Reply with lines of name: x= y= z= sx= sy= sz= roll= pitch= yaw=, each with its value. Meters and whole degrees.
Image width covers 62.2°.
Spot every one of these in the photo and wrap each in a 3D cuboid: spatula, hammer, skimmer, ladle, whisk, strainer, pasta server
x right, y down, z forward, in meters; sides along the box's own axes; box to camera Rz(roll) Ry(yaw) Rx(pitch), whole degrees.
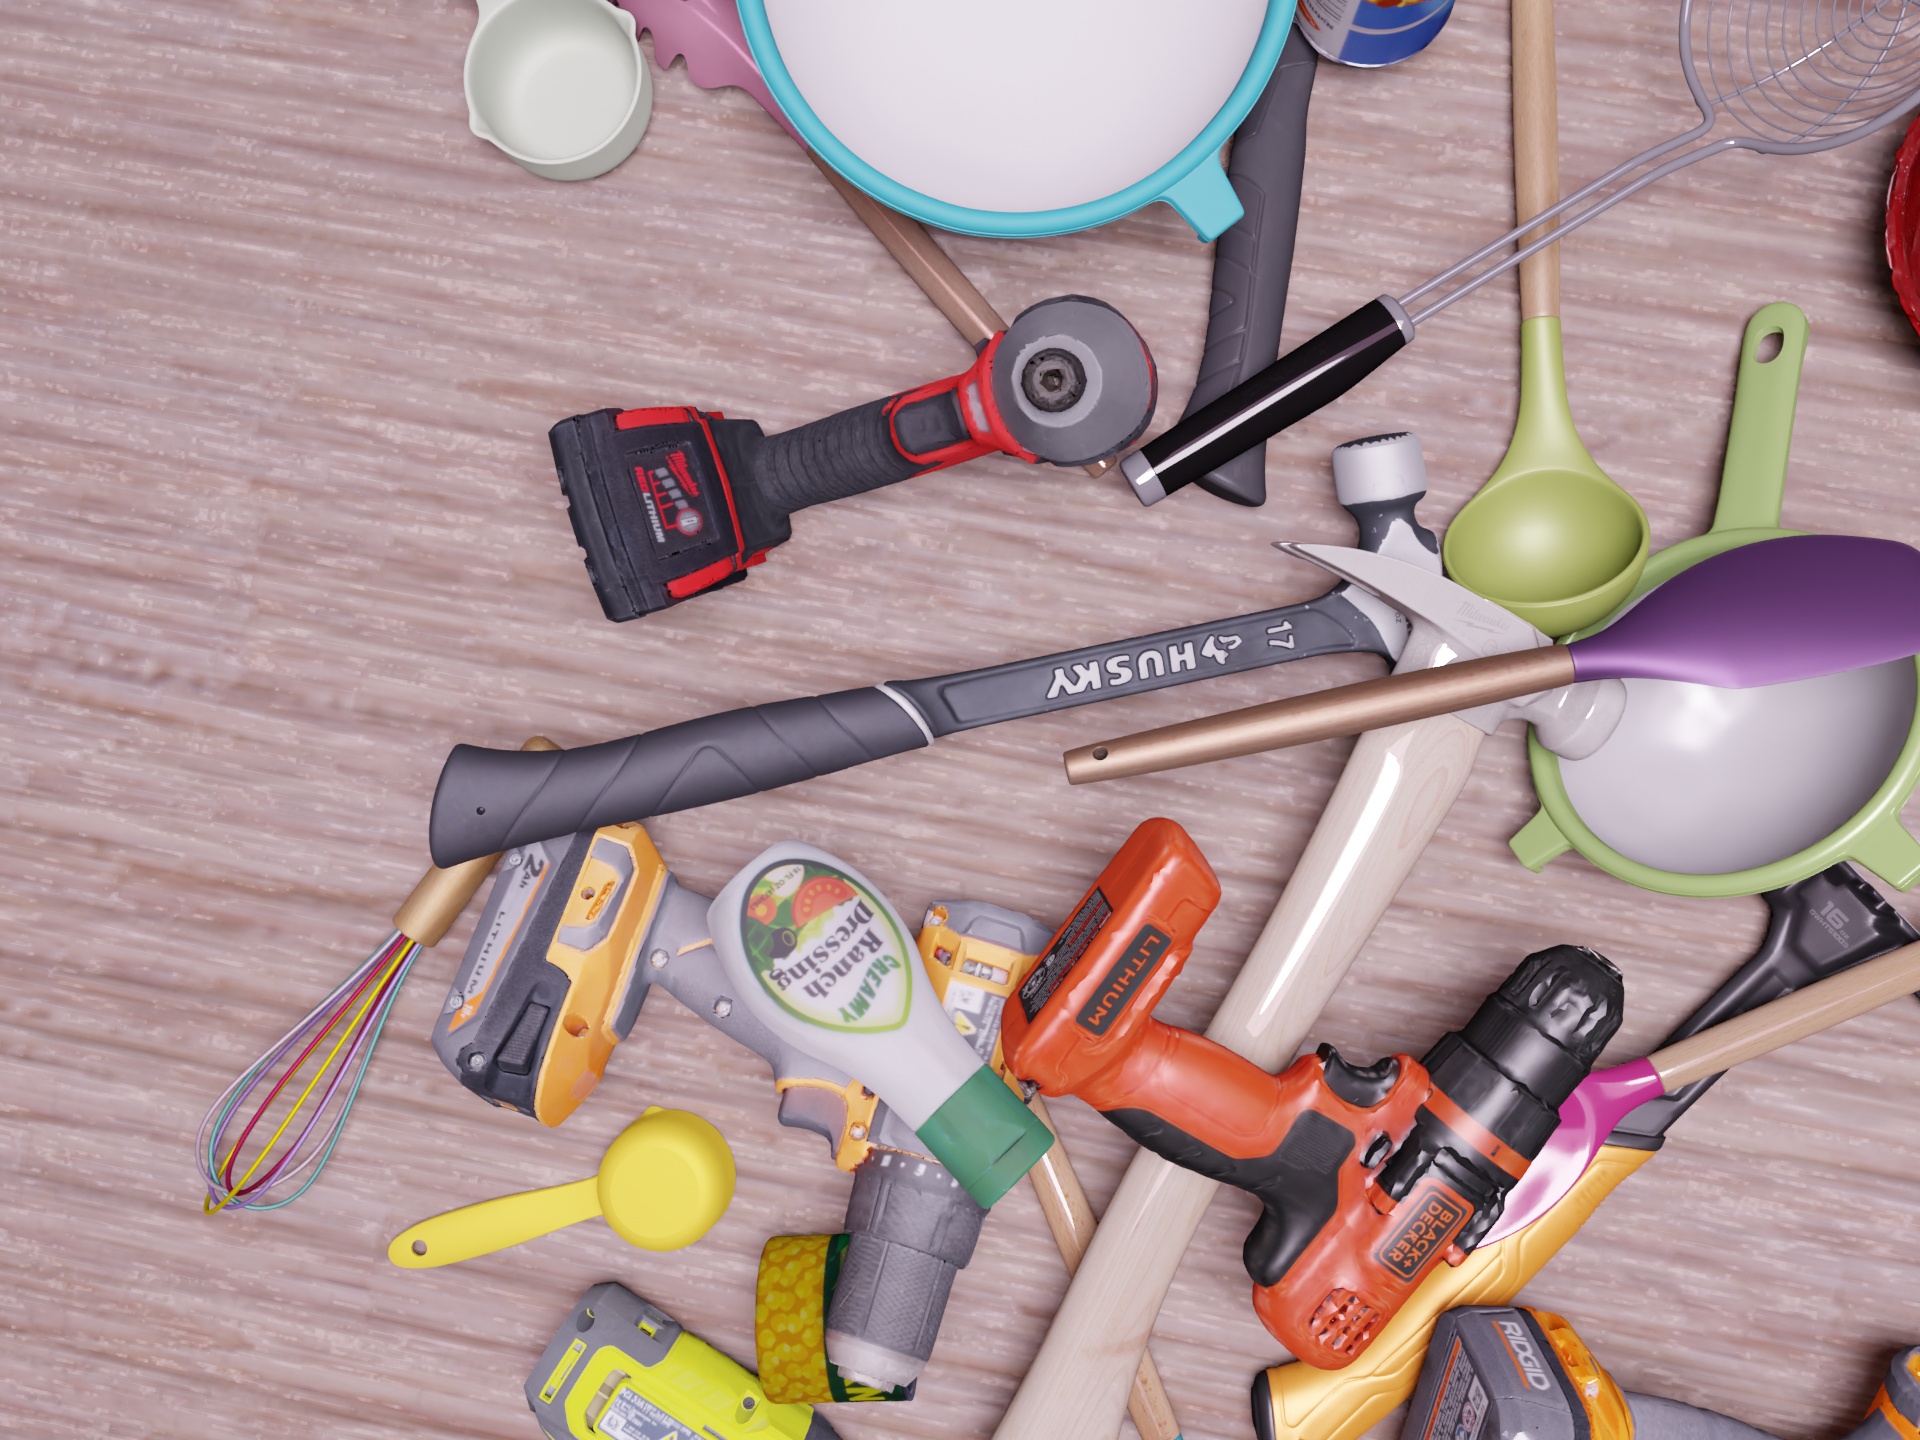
spatula: x=0.072 y=0.273 z=0.667 sx=0.082 sy=0.044 sz=0.317 roll=-23 pitch=83 yaw=4
hammer: x=0.255 y=0.193 z=0.650 sx=0.337 sy=0.034 sz=0.127 roll=-43 pitch=86 yaw=2
spatula: x=0.192 y=-0.017 z=0.573 sx=0.316 sy=0.018 sz=0.060 roll=-13 pitch=58 yaw=3
hammer: x=-0.001 y=-0.002 z=0.622 sx=0.409 sy=0.036 sz=0.149 roll=-12 pitch=100 yaw=-8
skimmer: x=0.210 y=-0.203 z=0.593 sx=0.363 sy=0.090 sz=0.127 roll=-31 pitch=53 yaw=8
ladle: x=0.235 y=-0.192 z=0.647 sx=0.078 sy=0.062 sz=0.320 roll=-2 pitch=86 yaw=23
whisk: x=-0.246 y=0.110 z=0.679 sx=0.051 sy=0.047 sz=0.245 roll=36 pitch=88 yaw=5
strainer: x=0.321 y=-0.043 z=0.636 sx=0.069 sy=0.151 sz=0.256 roll=30 pitch=69 yaw=-38
hammer: x=0.098 y=0.133 z=0.618 sx=0.146 sy=0.038 sz=0.410 roll=27 pitch=93 yaw=-8
pasta server: x=-0.042 y=-0.225 z=0.681 sx=0.060 sy=0.040 sz=0.316 roll=-41 pitch=91 yaw=2
hammer: x=0.137 y=-0.256 z=0.664 sx=0.146 sy=0.035 sz=0.335 roll=8 pitch=90 yaw=4
strainer: x=-0.043 y=-0.296 z=0.624 sx=0.340 sy=0.095 sz=0.211 roll=6 pitch=95 yaw=0

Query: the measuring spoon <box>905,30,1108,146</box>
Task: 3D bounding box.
measuring spoon: x=0.026 y=-0.273 z=0.679 sx=0.124 sy=0.018 sz=0.034 roll=-28 pitch=87 yaw=2

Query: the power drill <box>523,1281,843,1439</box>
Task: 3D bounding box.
power drill: x=-0.140 y=0.371 z=0.652 sx=0.171 sy=0.080 sz=0.223 roll=33 pitch=88 yaw=4

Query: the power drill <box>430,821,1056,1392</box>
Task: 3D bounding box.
power drill: x=-0.085 y=0.142 z=0.626 sx=0.226 sy=0.084 sz=0.185 roll=16 pitch=68 yaw=3

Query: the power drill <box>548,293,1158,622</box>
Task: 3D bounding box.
power drill: x=-0.034 y=-0.106 z=0.609 sx=0.219 sy=0.143 sz=0.078 roll=-14 pitch=99 yaw=12

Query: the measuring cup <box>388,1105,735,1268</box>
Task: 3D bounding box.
measuring cup: x=-0.173 y=0.211 z=0.677 sx=0.156 sy=0.029 sz=0.062 roll=-16 pitch=88 yaw=2

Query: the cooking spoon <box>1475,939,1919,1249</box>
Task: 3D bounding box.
cooking spoon: x=0.296 y=0.129 z=0.622 sx=0.319 sy=0.017 sz=0.069 roll=-24 pitch=86 yaw=4

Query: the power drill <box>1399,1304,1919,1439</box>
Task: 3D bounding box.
power drill: x=0.287 y=0.314 z=0.611 sx=0.226 sy=0.084 sz=0.164 roll=9 pitch=108 yaw=-5

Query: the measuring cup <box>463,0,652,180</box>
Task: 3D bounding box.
measuring cup: x=-0.195 y=-0.307 z=0.685 sx=0.083 sy=0.038 sz=0.167 roll=-35 pitch=85 yaw=2
